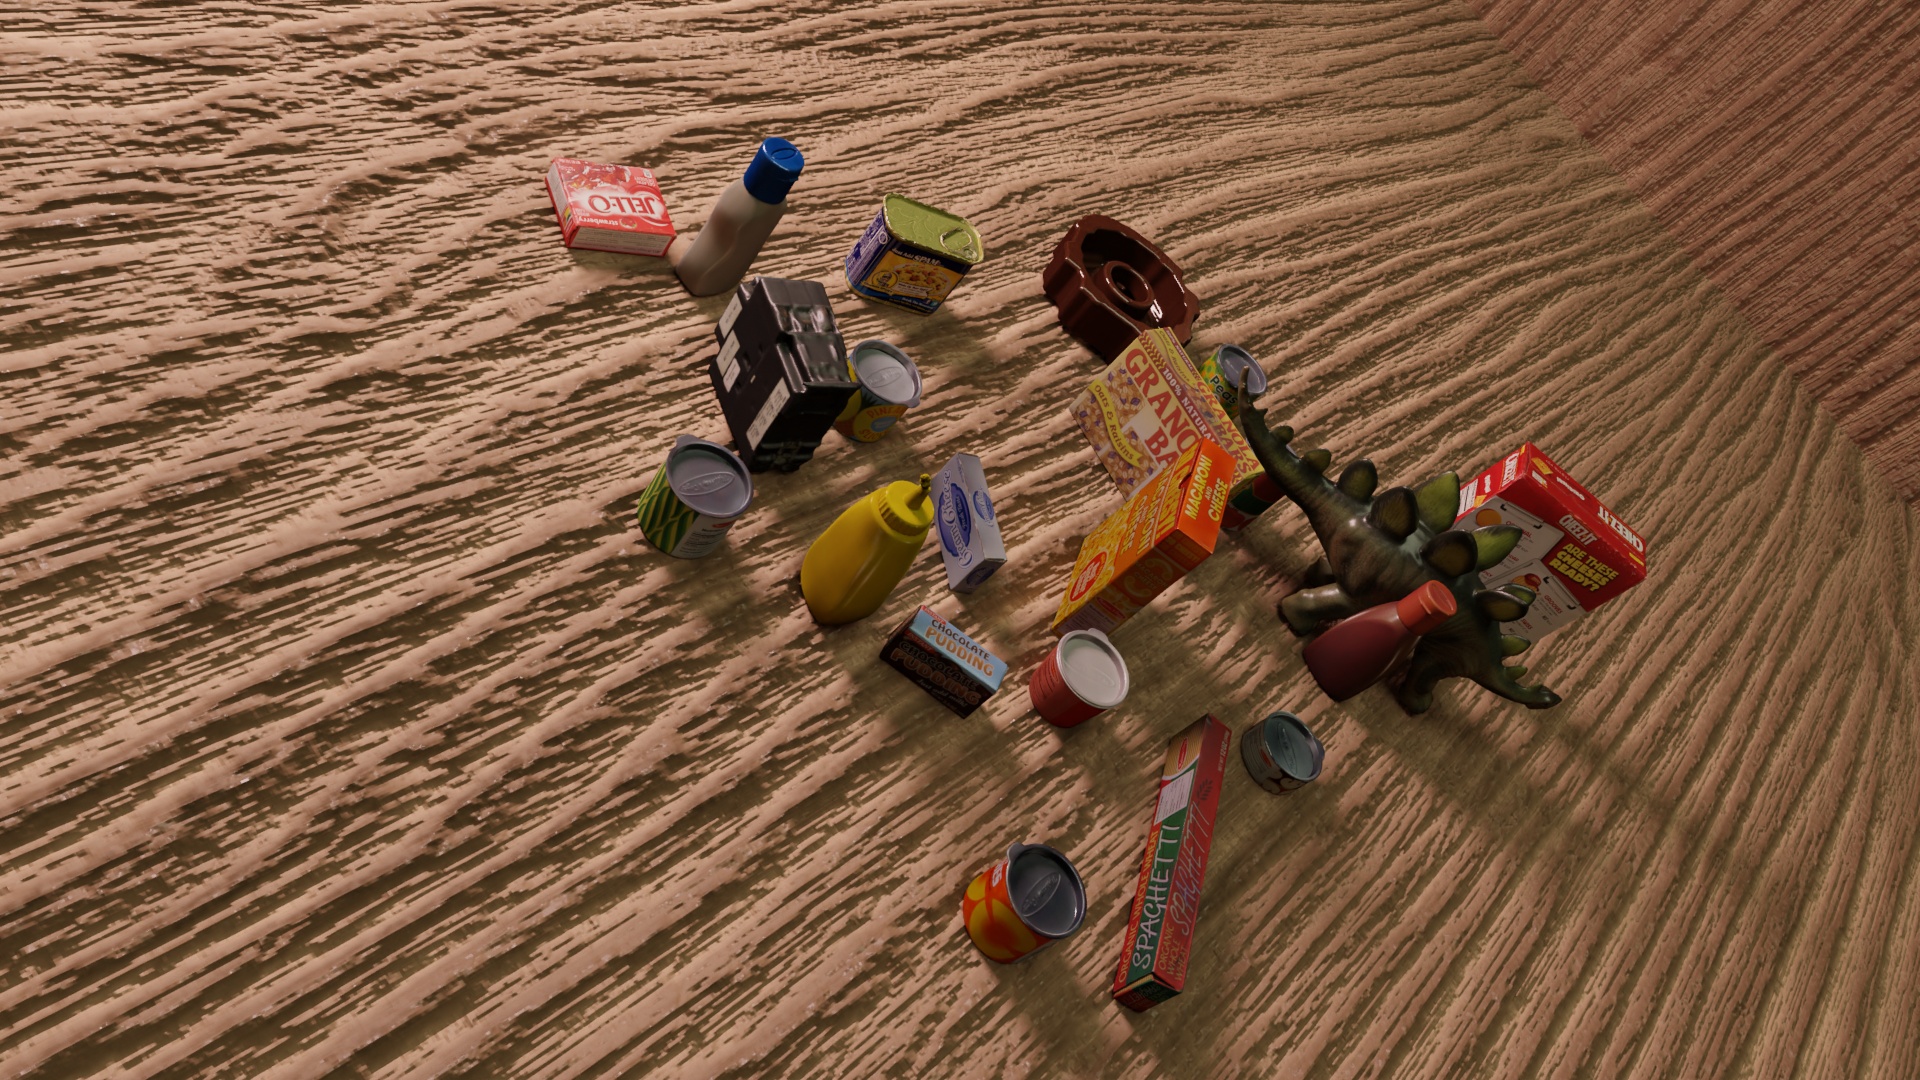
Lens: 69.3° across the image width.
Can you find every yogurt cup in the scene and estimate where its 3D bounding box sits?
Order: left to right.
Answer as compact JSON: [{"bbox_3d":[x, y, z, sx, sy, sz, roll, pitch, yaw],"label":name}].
[{"bbox_3d":[0.091,0.112,1.097,0.072,0.053,0.073,21,48,-24],"label":"yogurt cup"}]

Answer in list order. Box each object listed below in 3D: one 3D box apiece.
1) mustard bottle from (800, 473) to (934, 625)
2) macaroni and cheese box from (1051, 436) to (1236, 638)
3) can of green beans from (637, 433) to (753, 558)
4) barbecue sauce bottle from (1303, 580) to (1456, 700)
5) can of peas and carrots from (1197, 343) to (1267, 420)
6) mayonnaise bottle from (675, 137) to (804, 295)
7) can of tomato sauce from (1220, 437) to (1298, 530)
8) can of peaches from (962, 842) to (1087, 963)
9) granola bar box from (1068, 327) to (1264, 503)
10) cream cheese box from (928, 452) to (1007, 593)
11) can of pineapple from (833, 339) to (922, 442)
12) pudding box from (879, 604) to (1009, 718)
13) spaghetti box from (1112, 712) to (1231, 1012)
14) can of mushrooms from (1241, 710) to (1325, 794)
[{"bbox_3d":[-0.059,0.001,0.989,0.049,0.159,0.065,-3,60,-39],"label":"mustard bottle"},{"bbox_3d":[0.150,0.004,1.144,0.040,0.165,0.124,36,43,-10],"label":"macaroni and cheese box"},{"bbox_3d":[-0.189,-0.029,0.987,0.071,0.057,0.071,21,48,-24],"label":"can of green beans"},{"bbox_3d":[0.387,0.089,1.274,0.044,0.147,0.065,-21,72,-45],"label":"barbecue sauce bottle"},{"bbox_3d":[0.276,-0.161,1.450,0.071,0.058,0.071,21,48,-24],"label":"can of peas and carrots"},{"bbox_3d":[-0.173,-0.258,1.112,0.041,0.147,0.065,50,42,6],"label":"mayonnaise bottle"},{"bbox_3d":[0.280,-0.058,1.355,0.071,0.082,0.071,21,48,-24],"label":"can of tomato sauce"},{"bbox_3d":[0.042,0.247,0.950,0.071,0.057,0.071,21,48,-24],"label":"can of peaches"},{"bbox_3d":[0.187,-0.094,1.281,0.039,0.123,0.166,-14,68,-44],"label":"granola bar box"},{"bbox_3d":[0.004,-0.014,1.129,0.024,0.053,0.104,8,54,-34],"label":"cream cheese box"},{"bbox_3d":[-0.073,-0.122,1.150,0.071,0.057,0.071,21,48,-24],"label":"can of pineapple"},{"bbox_3d":[-0.012,0.090,1.037,0.083,0.049,0.030,37,43,-8],"label":"pudding box"},{"bbox_3d":[0.164,0.239,1.057,0.028,0.050,0.251,35,43,-11],"label":"spaghetti box"},{"bbox_3d":[0.279,0.184,1.202,0.071,0.033,0.071,21,48,-24],"label":"can of mushrooms"}]
